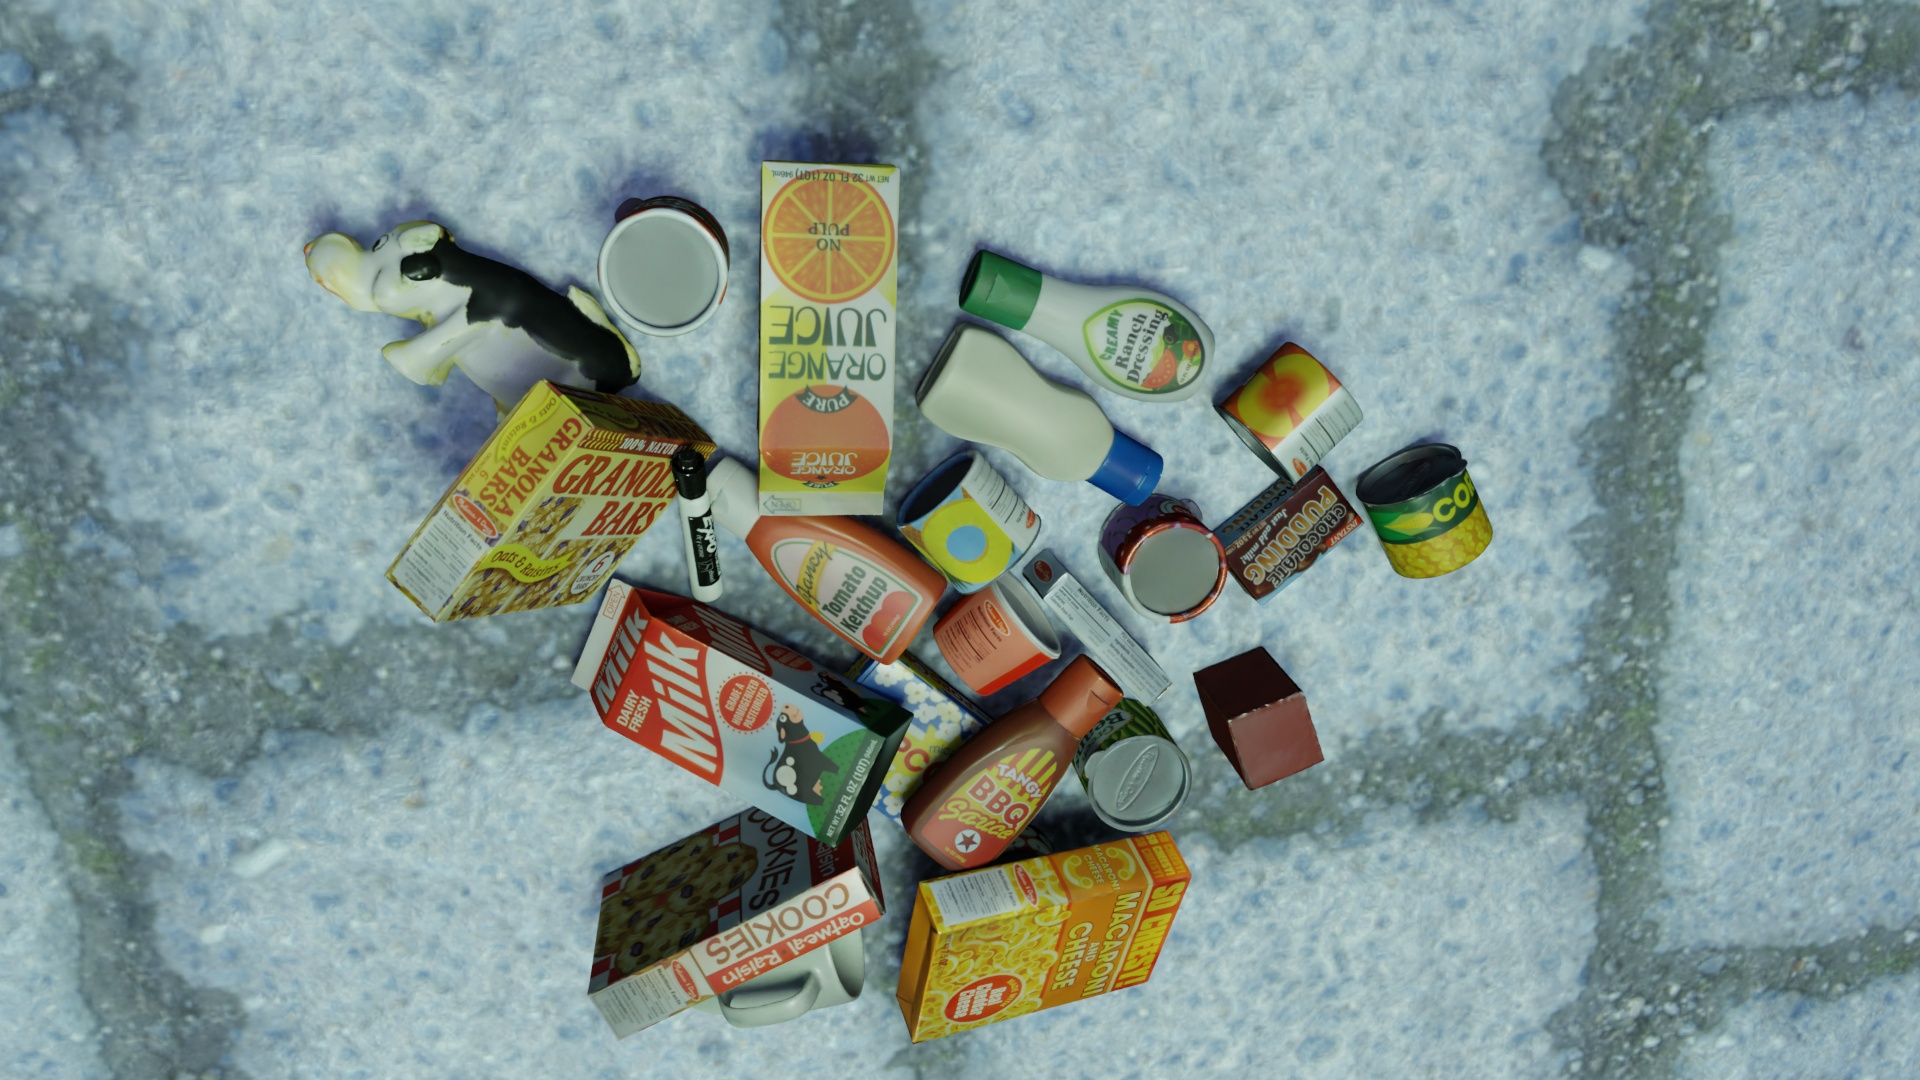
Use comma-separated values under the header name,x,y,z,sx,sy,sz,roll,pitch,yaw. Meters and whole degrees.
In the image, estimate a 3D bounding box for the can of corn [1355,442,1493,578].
name,x,y,z,sx,sy,sz,roll,pitch,yaw
can of corn,0.289,-0.018,0.856,0.071,0.071,0.058,-31,110,1

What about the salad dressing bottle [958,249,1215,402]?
name,x,y,z,sx,sy,sz,roll,pitch,yaw
salad dressing bottle,0.073,-0.125,0.803,0.148,0.044,0.064,18,102,-14

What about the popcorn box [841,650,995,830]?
name,x,y,z,sx,sy,sz,roll,pitch,yaw
popcorn box,-0.029,0.129,0.867,0.126,0.038,0.085,39,98,-18

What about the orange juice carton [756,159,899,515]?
name,x,y,z,sx,sy,sz,roll,pitch,yaw
orange juice carton,-0.075,-0.108,0.761,0.072,0.073,0.192,0,101,-9

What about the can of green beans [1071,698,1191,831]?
name,x,y,z,sx,sy,sz,roll,pitch,yaw
can of green beans,0.106,0.141,0.882,0.071,0.058,0.071,-3,108,-8

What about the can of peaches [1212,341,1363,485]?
name,x,y,z,sx,sy,sz,roll,pitch,yaw
can of peaches,0.195,-0.077,0.827,0.058,0.071,0.071,-44,108,6

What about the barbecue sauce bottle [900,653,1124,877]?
name,x,y,z,sx,sy,sz,roll,pitch,yaw
barbecue sauce bottle,0.034,0.132,0.833,0.065,0.044,0.148,41,97,-24

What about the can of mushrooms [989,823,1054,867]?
name,x,y,z,sx,sy,sz,roll,pitch,yaw
can of mushrooms,0.030,0.219,0.906,0.071,0.033,0.070,-3,108,-8

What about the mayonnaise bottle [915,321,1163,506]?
name,x,y,z,sx,sy,sz,roll,pitch,yaw
mayonnaise bottle,0.050,-0.068,0.819,0.148,0.041,0.064,28,102,-17

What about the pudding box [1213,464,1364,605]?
name,x,y,z,sx,sy,sz,roll,pitch,yaw
pudding box,0.202,-0.005,0.867,0.083,0.030,0.049,-39,110,4

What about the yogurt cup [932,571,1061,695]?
name,x,y,z,sx,sy,sz,roll,pitch,yaw
yogurt cup,0.020,0.057,0.841,0.054,0.072,0.072,-38,109,12

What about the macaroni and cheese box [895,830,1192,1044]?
name,x,y,z,sx,sy,sz,roll,pitch,yaw
macaroni and cheese box,0.050,0.246,0.867,0.167,0.040,0.123,-7,133,-21

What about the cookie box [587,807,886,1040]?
name,x,y,z,sx,sy,sz,roll,pitch,yaw
cookie box,-0.133,0.213,0.830,0.167,0.123,0.040,-25,110,-1

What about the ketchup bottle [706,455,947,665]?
name,x,y,z,sx,sy,sz,roll,pitch,yaw
ketchup bottle,-0.084,0.007,0.804,0.149,0.044,0.064,35,115,-2

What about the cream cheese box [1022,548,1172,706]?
name,x,y,z,sx,sy,sz,roll,pitch,yaw
cream cheese box,0.084,0.054,0.854,0.024,0.053,0.103,-43,108,4

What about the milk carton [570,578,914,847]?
name,x,y,z,sx,sy,sz,roll,pitch,yaw
milk carton,-0.132,0.094,0.802,0.191,0.073,0.072,26,98,8

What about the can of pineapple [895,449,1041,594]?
name,x,y,z,sx,sy,sz,roll,pitch,yaw
can of pineapple,0.003,-0.010,0.815,0.071,0.071,0.058,-42,108,5

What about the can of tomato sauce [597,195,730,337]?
name,x,y,z,sx,sy,sz,roll,pitch,yaw
can of tomato sauce,-0.157,-0.148,0.738,0.071,0.083,0.071,-3,108,-8

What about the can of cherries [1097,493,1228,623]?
name,x,y,z,sx,sy,sz,roll,pitch,yaw
can of cherries,0.124,0.009,0.844,0.071,0.058,0.071,-3,108,-8

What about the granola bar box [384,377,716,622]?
name,x,y,z,sx,sy,sz,roll,pitch,yaw
granola bar box,-0.207,-0.020,0.728,0.039,0.165,0.124,42,97,7
